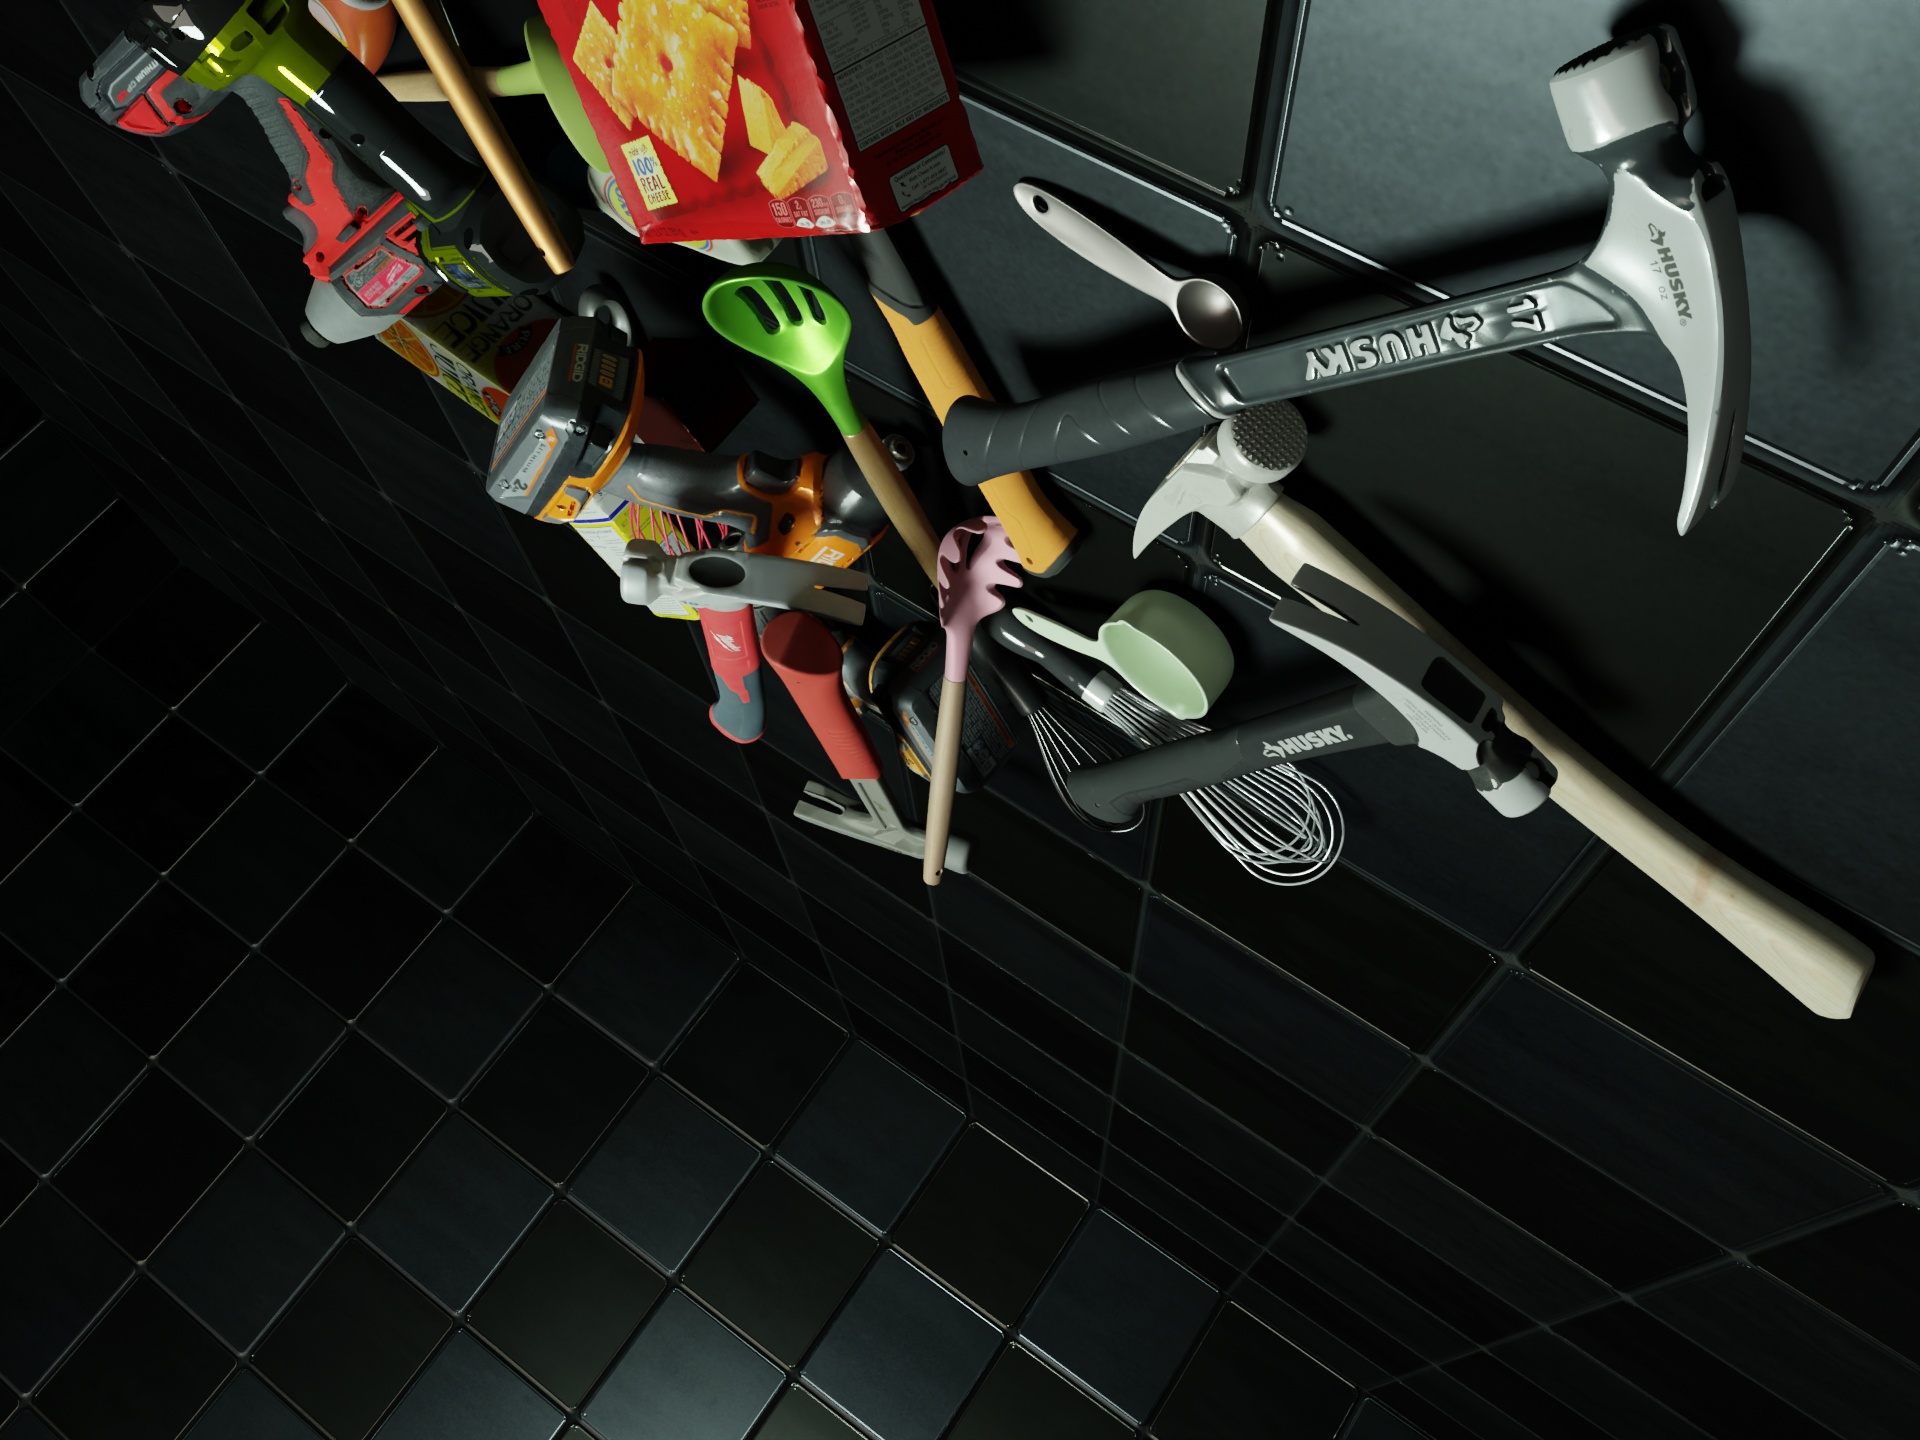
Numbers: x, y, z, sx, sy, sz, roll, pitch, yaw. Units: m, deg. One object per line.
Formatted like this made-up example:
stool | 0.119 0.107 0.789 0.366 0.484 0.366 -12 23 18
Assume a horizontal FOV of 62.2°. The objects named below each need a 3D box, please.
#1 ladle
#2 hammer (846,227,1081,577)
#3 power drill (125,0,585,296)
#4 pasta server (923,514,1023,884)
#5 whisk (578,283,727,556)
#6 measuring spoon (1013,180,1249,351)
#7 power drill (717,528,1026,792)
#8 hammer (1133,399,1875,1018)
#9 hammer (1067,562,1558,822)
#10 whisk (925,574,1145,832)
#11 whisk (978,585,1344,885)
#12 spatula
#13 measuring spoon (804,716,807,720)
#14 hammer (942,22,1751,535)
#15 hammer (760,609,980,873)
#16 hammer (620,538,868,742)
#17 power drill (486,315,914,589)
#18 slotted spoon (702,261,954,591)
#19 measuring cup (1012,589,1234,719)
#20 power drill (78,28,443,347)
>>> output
ladle | -0.269 -0.343 0.871 0.320 0.062 0.078 21 150 44
hammer | -0.025 -0.197 0.803 0.127 0.034 0.336 17 152 43
power drill | -0.326 -0.320 0.869 0.228 0.080 0.191 40 171 -33
pasta server | -0.002 -0.003 1.017 0.040 0.060 0.316 50 146 39
whisk | -0.217 -0.189 1.121 0.073 0.073 0.295 29 153 23
measuring spoon | 0.073 -0.198 0.671 0.124 0.018 0.034 39 154 18
power drill | -0.075 -0.050 1.157 0.226 0.084 0.185 24 155 45
hammer | 0.262 0.007 0.762 0.410 0.038 0.146 39 162 -3
hammer | 0.144 0.012 0.839 0.146 0.035 0.335 41 157 -12
whisk | 0.051 -0.012 1.072 0.238 0.055 0.055 51 157 -22
whisk | 0.113 0.002 0.983 0.285 0.070 0.070 38 161 14
spatula | -0.263 -0.364 0.754 0.081 0.041 0.322 19 144 48
measuring spoon | -0.088 0.008 1.179 0.042 0.021 0.128 31 173 6
hammer | 0.114 -0.131 0.631 0.409 0.036 0.149 1 121 57
hammer | -0.081 0.018 1.069 0.149 0.037 0.358 18 161 16
hammer | -0.140 -0.040 1.103 0.143 0.038 0.386 7 166 -3
power drill | -0.145 -0.152 0.941 0.226 0.084 0.164 18 150 -28
slotted spoon | -0.052 -0.147 0.877 0.070 0.031 0.313 -4 151 19
measuring cup | 0.092 -0.053 0.927 0.168 0.038 0.083 26 158 49
power drill | -0.429 -0.348 1.012 0.219 0.143 0.079 47 -160 -24
